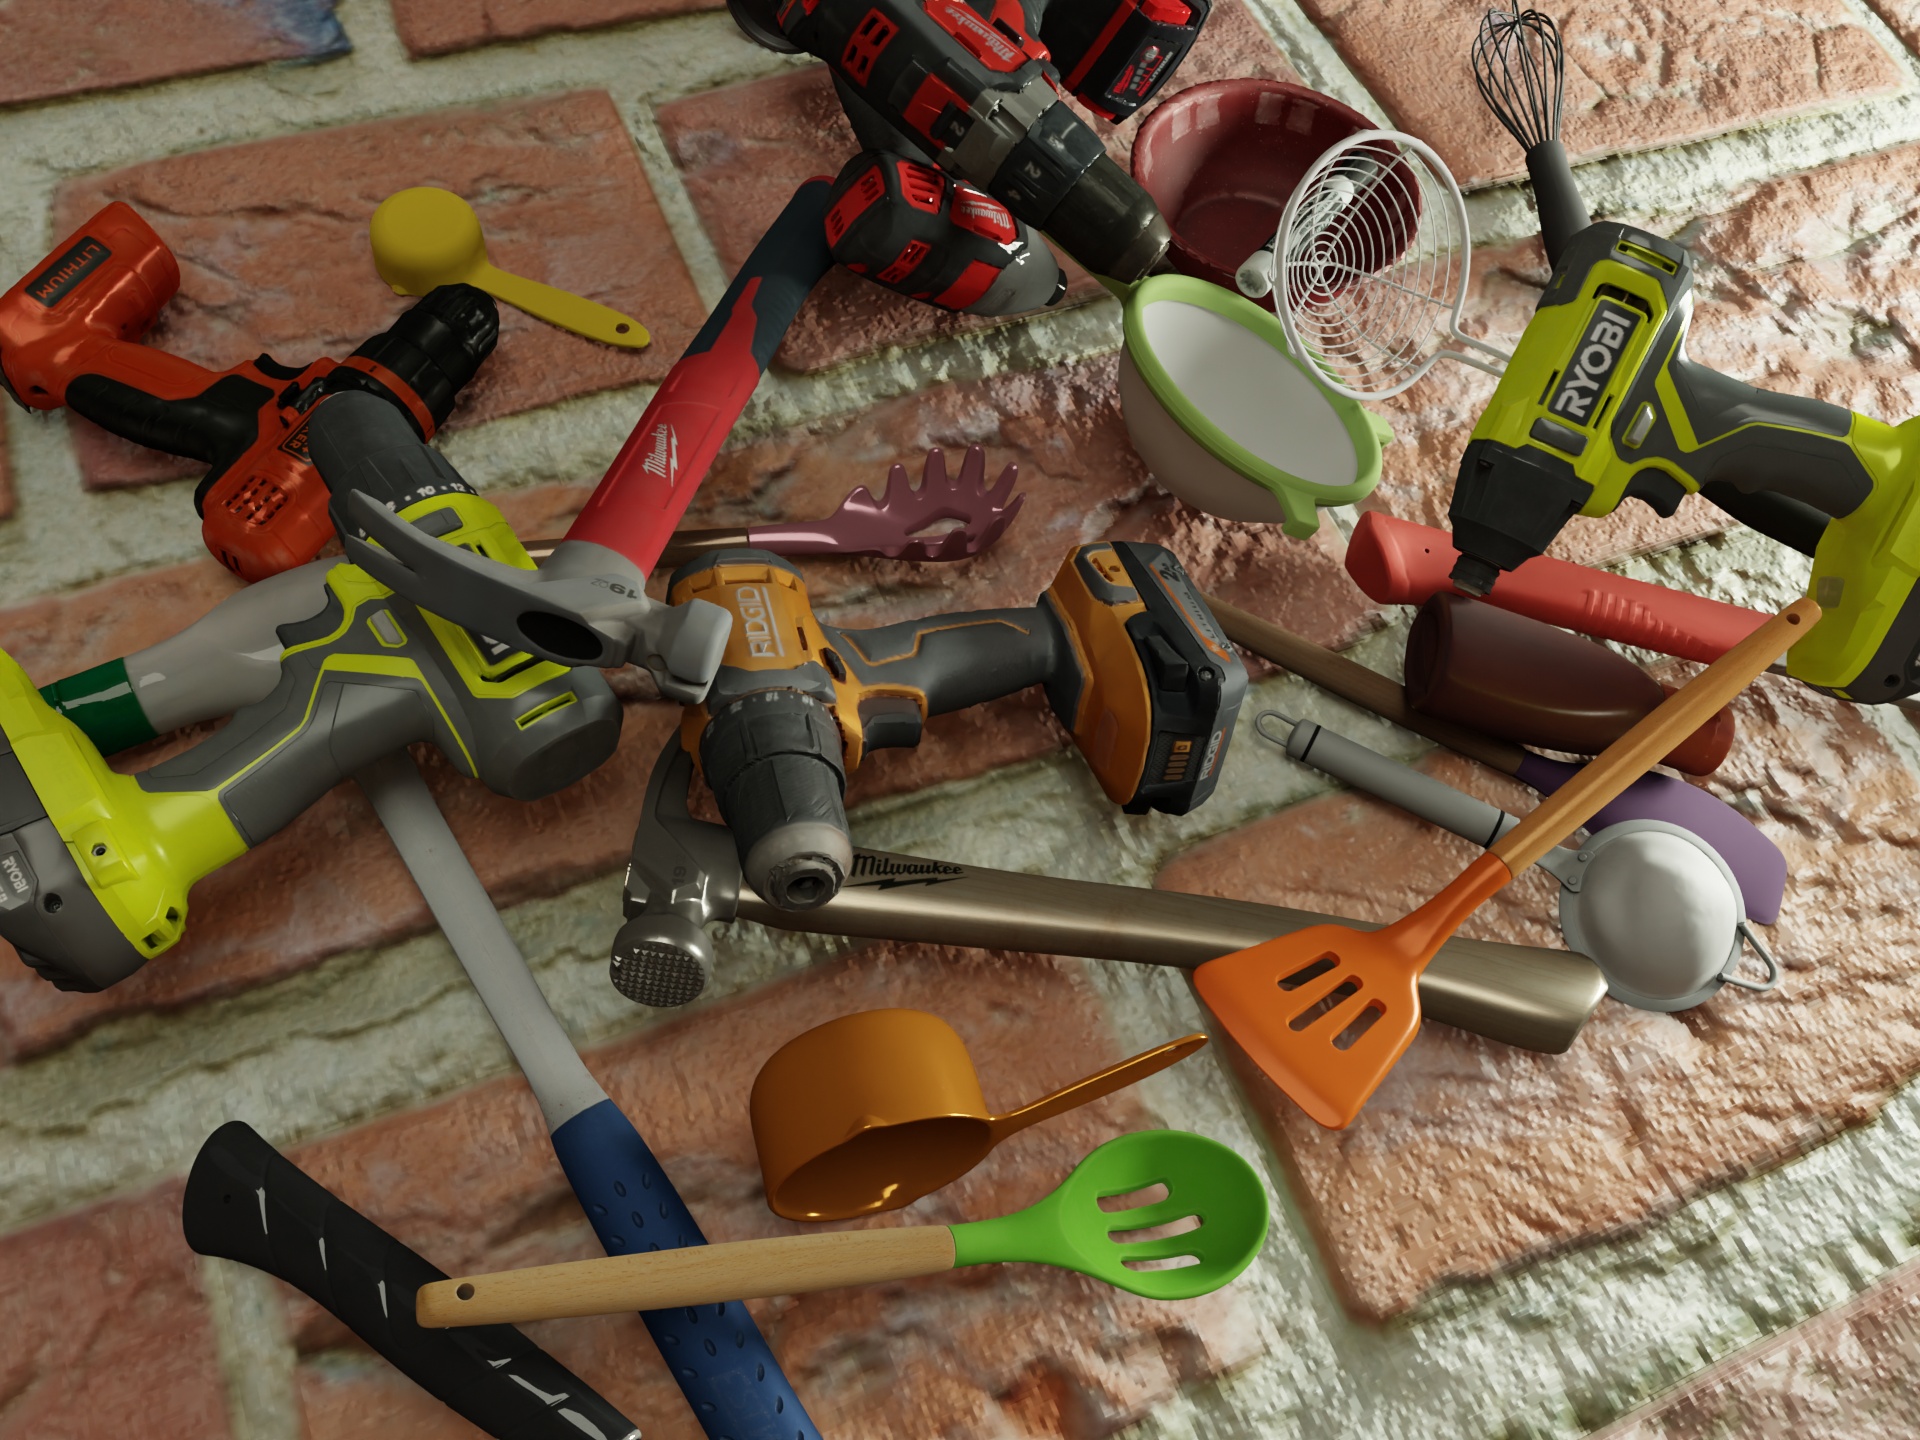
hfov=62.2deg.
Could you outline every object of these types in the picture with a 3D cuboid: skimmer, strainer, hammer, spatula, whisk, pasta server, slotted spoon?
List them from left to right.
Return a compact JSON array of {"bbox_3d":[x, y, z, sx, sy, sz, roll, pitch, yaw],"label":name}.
[{"bbox_3d":[-0.146,0.141,0.613,0.144,0.035,0.406,-28,68,-21],"label":"hammer"},{"bbox_3d":[-0.102,0.251,0.527,0.409,0.036,0.149,28,83,16],"label":"hammer"},{"bbox_3d":[-0.124,-0.160,0.713,0.143,0.038,0.387,21,42,-5],"label":"hammer"},{"bbox_3d":[-0.127,-0.086,0.742,0.316,0.040,0.060,-6,50,-10],"label":"pasta server"},{"bbox_3d":[-0.029,0.189,0.567,0.313,0.031,0.070,2,43,-24],"label":"slotted spoon"},{"bbox_3d":[0.070,0.079,0.667,0.410,0.038,0.146,9,38,-8],"label":"hammer"},{"bbox_3d":[0.088,-0.178,0.785,0.256,0.069,0.151,41,39,4],"label":"strainer"},{"bbox_3d":[0.241,0.006,0.752,0.316,0.018,0.060,26,58,6],"label":"spatula"},{"bbox_3d":[0.251,0.055,0.716,0.258,0.050,0.087,26,75,11],"label":"strainer"},{"bbox_3d":[0.348,-0.338,0.945,0.055,0.055,0.239,0,65,-8],"label":"whisk"},{"bbox_3d":[0.238,0.042,0.646,0.322,0.041,0.081,-37,64,-11],"label":"spatula"},{"bbox_3d":[0.316,-0.158,0.770,0.363,0.090,0.127,30,85,6],"label":"skimmer"},{"bbox_3d":[0.372,-0.052,0.793,0.359,0.036,0.149,14,60,0],"label":"hammer"}]

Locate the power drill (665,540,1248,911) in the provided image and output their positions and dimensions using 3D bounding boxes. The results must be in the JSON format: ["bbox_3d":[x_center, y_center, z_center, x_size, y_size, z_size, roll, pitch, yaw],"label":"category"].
[{"bbox_3d":[-0.001,-0.002,0.653,0.226,0.084,0.186,-3,39,-16],"label":"power drill"}]

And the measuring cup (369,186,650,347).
[{"bbox_3d":[-0.229,-0.229,0.811,0.156,0.029,0.062,23,61,7],"label":"measuring cup"}]

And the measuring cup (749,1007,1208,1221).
[{"bbox_3d":[0.004,0.131,0.599,0.173,0.095,0.052,-20,57,-5],"label":"measuring cup"}]

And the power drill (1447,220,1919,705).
[{"bbox_3d":[0.345,-0.102,0.724,0.223,0.080,0.171,25,98,2],"label":"power drill"}]

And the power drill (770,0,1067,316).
[{"bbox_3d":[-0.018,-0.313,0.846,0.143,0.078,0.220,8,58,-41],"label":"power drill"}]

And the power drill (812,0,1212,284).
[{"bbox_3d":[0.049,-0.315,0.778,0.188,0.080,0.227,40,43,-5],"label":"power drill"}]

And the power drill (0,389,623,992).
[{"bbox_3d":[-0.272,-0.019,0.617,0.228,0.080,0.191,-31,74,-21],"label":"power drill"}]
